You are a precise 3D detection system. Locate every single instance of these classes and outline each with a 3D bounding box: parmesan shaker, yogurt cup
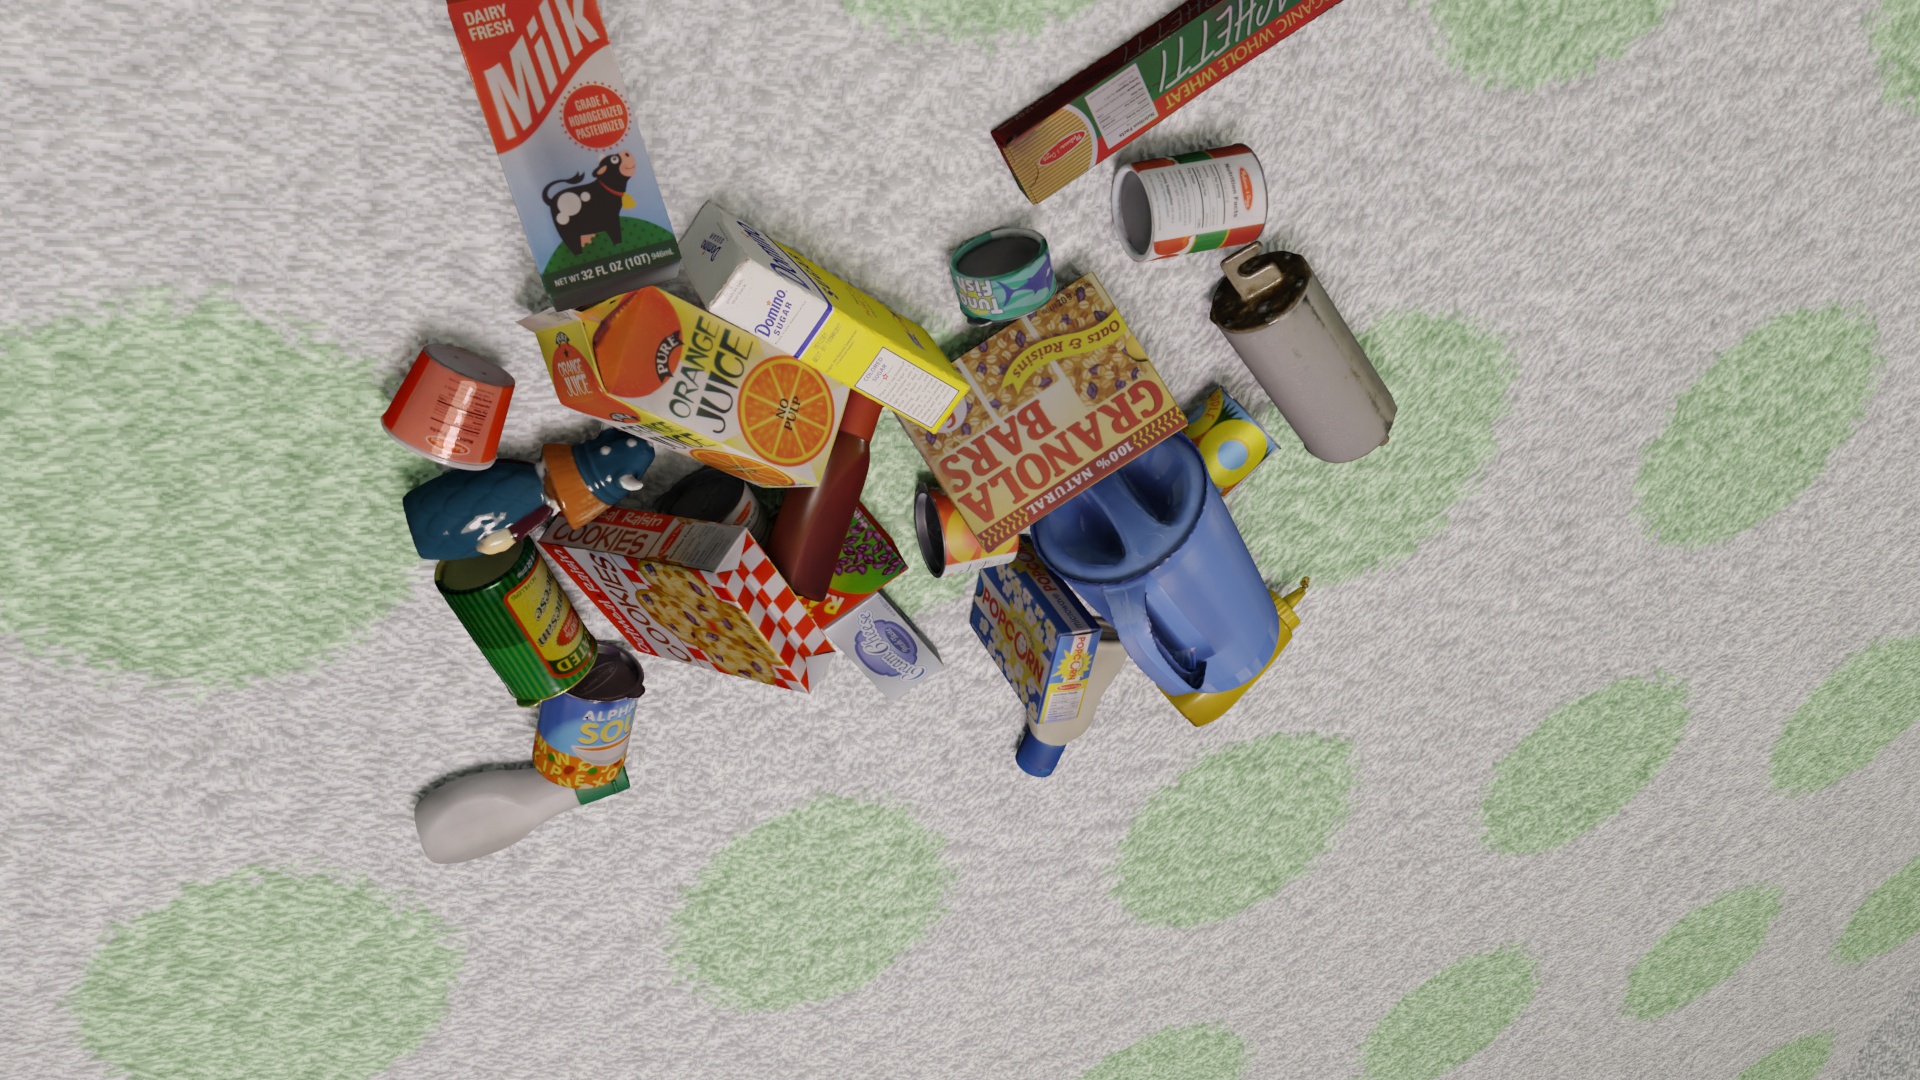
[{"bbox_3d":[-0.291,0.050,0.910,0.071,0.071,0.102,-25,131,-7],"label":"parmesan shaker"},{"bbox_3d":[-0.299,-0.080,0.819,0.072,0.072,0.053,19,106,-34],"label":"yogurt cup"}]

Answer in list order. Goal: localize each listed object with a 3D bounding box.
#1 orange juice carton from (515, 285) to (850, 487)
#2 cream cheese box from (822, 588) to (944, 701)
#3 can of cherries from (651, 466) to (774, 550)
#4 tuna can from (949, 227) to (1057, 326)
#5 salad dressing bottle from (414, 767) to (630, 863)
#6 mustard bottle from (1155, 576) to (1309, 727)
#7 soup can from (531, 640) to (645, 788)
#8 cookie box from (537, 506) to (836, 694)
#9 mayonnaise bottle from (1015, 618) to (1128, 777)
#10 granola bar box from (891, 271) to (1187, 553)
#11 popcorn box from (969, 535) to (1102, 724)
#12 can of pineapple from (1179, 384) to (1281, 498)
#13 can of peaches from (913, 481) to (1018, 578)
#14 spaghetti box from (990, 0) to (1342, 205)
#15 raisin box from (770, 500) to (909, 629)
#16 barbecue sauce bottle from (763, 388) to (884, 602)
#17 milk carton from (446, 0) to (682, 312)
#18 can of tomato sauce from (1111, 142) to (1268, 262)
[{"bbox_3d":[-0.170,-0.098,0.843,0.192,0.072,0.073,24,77,-35],"label":"orange juice carton"},{"bbox_3d":[-0.061,0.077,1.069,0.053,0.024,0.103,-35,131,4],"label":"cream cheese box"},{"bbox_3d":[-0.164,-0.008,0.935,0.071,0.072,0.058,-30,132,-2],"label":"can of cherries"},{"bbox_3d":[0.026,-0.171,0.899,0.071,0.071,0.032,-24,129,-7],"label":"tuna can"},{"bbox_3d":[-0.319,0.190,1.019,0.148,0.044,0.064,-18,127,-14],"label":"salad dressing bottle"},{"bbox_3d":[0.243,0.089,1.194,0.160,0.065,0.048,-42,126,3],"label":"mustard bottle"},{"bbox_3d":[-0.261,0.124,0.980,0.071,0.071,0.083,2,123,-26],"label":"soup can"},{"bbox_3d":[-0.177,0.035,0.900,0.040,0.167,0.122,-58,138,-29],"label":"cookie box"},{"bbox_3d":[0.088,0.133,1.169,0.065,0.041,0.147,7,121,-27],"label":"mayonnaise bottle"},{"bbox_3d":[0.053,-0.087,0.950,0.165,0.039,0.124,-33,94,0],"label":"granola bar box"},{"bbox_3d":[0.054,0.065,1.046,0.038,0.127,0.084,-6,126,-24],"label":"popcorn box"},{"bbox_3d":[0.198,-0.075,1.051,0.058,0.071,0.071,-44,130,10],"label":"can of pineapple"},{"bbox_3d":[0.004,-0.013,1.007,0.058,0.071,0.071,-11,127,-17],"label":"can of peaches"},{"bbox_3d":[0.136,-0.303,0.880,0.250,0.029,0.050,-34,131,1],"label":"spaghetti box"},{"bbox_3d":[-0.112,0.021,0.994,0.123,0.040,0.086,-34,132,3],"label":"raisin box"},{"bbox_3d":[-0.089,-0.035,0.921,0.065,0.044,0.148,35,73,-71],"label":"barbecue sauce bottle"},{"bbox_3d":[-0.209,-0.223,0.721,0.072,0.073,0.190,-20,97,-11],"label":"milk carton"},{"bbox_3d":[0.150,-0.223,0.922,0.083,0.071,0.070,-14,128,-15],"label":"can of tomato sauce"}]
